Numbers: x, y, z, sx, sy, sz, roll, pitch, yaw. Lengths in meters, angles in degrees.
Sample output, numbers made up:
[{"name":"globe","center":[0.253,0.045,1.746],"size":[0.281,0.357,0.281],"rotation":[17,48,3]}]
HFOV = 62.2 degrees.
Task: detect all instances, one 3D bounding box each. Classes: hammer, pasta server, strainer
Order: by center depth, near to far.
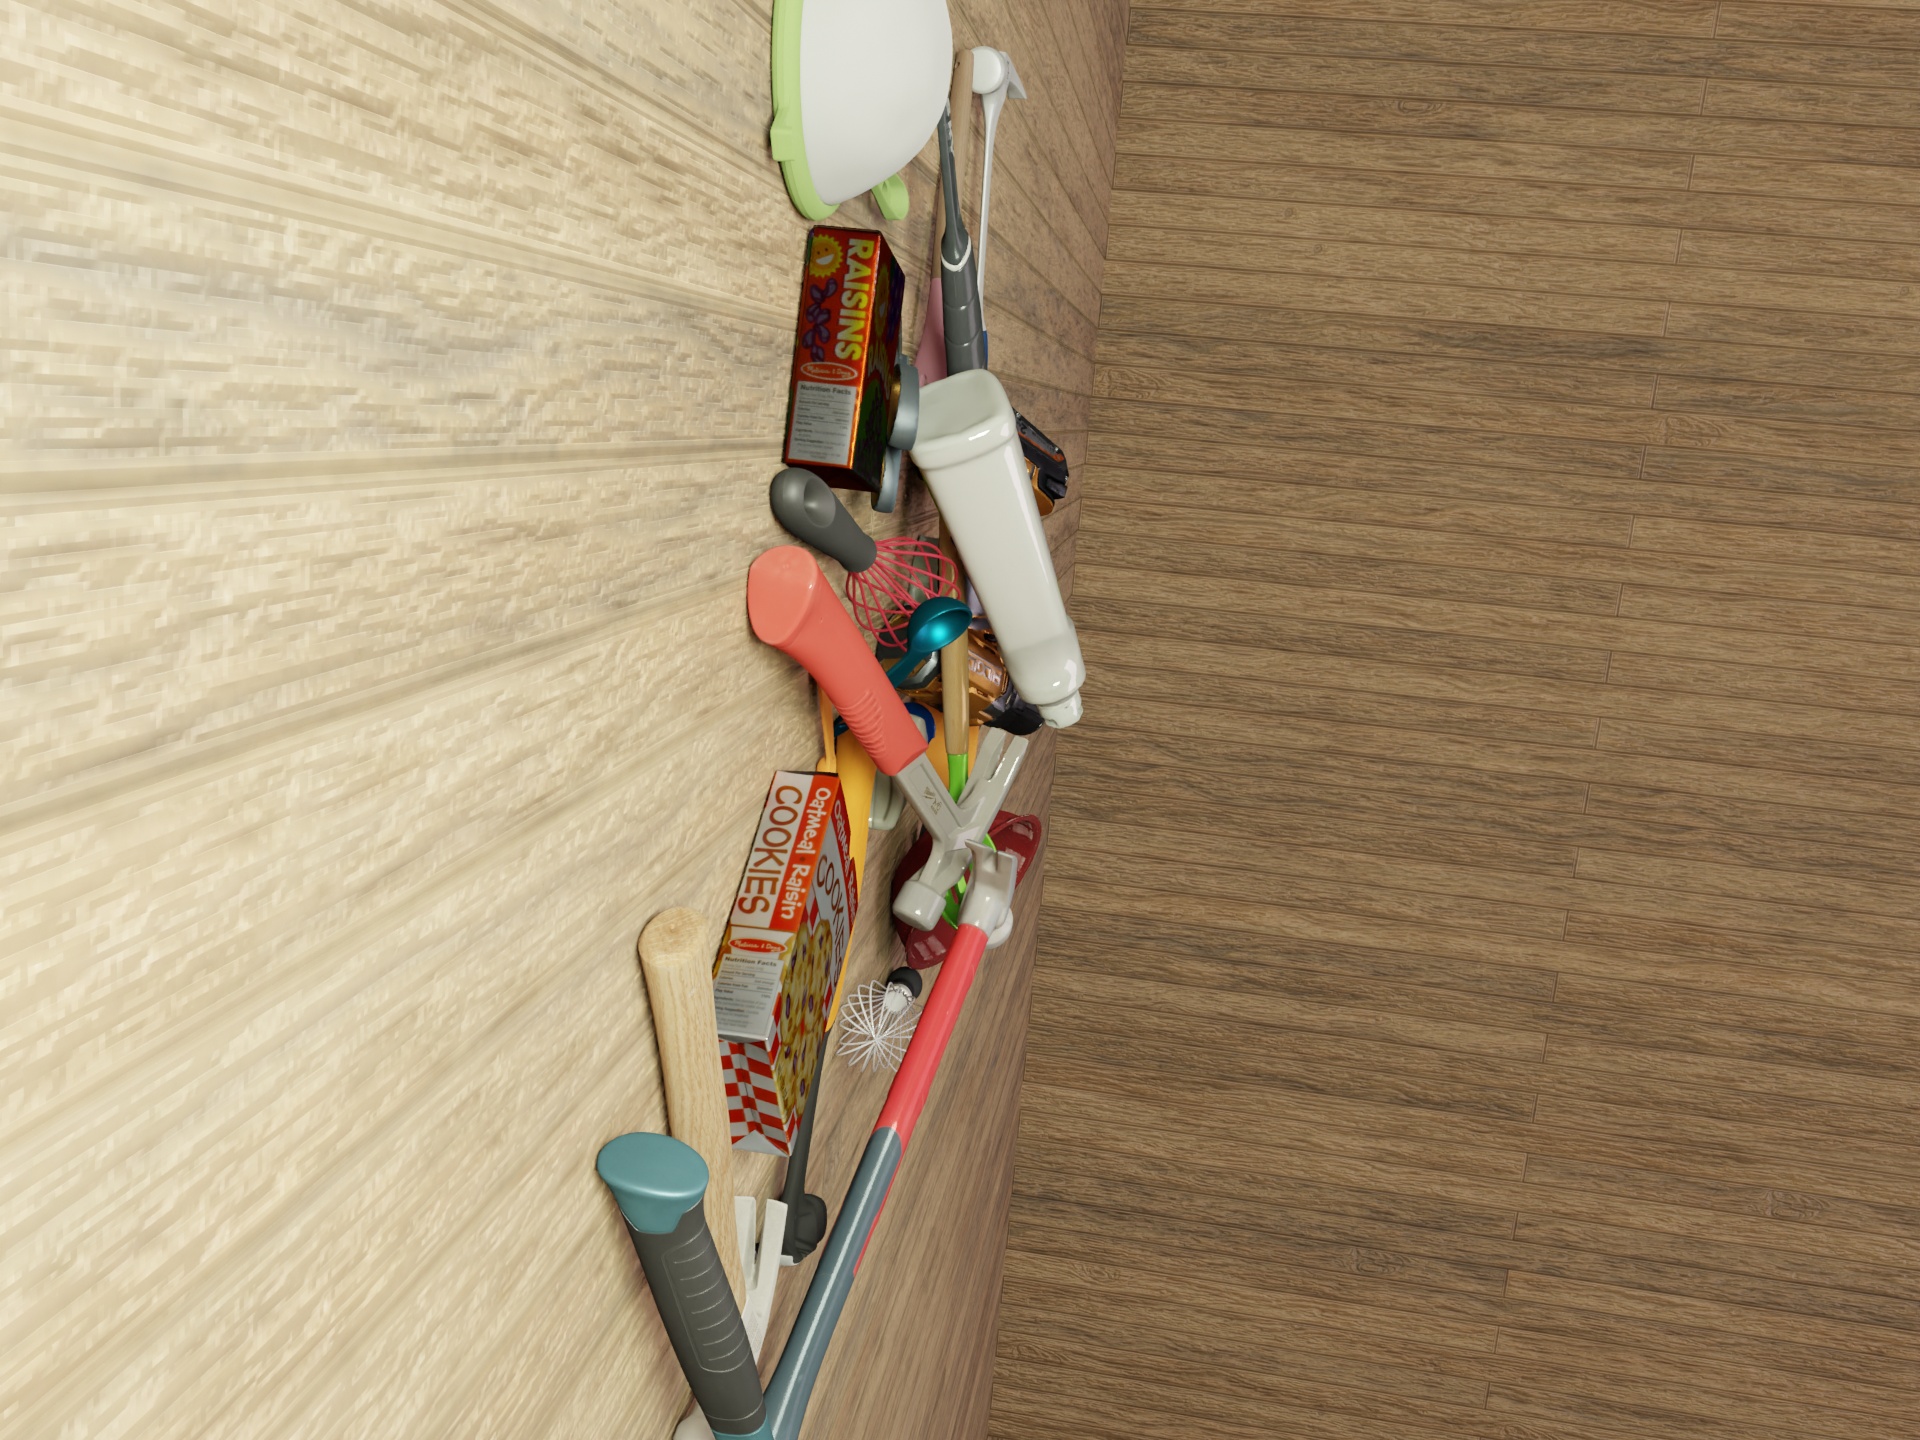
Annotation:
[{"name":"hammer","center":[-0.104,0.311,0.730],"size":[0.033,0.128,0.330],"rotation":[-74,159,-54]},{"name":"hammer","center":[-0.121,0.218,0.766],"size":[0.130,0.031,0.331],"rotation":[-73,167,-52]},{"name":"strainer","center":[-0.033,-0.315,0.825],"size":[0.256,0.069,0.151],"rotation":[29,67,-80]},{"name":"hammer","center":[-0.038,-0.002,0.920],"size":[0.149,0.037,0.358],"rotation":[-63,156,-18]},{"name":"hammer","center":[-0.046,0.258,0.966],"size":[0.143,0.038,0.386],"rotation":[90,21,-64]},{"name":"hammer","center":[-0.085,0.159,0.980],"size":[0.127,0.034,0.337],"rotation":[64,33,-78]},{"name":"hammer","center":[-0.005,-0.318,1.004],"size":[0.149,0.036,0.408],"rotation":[-75,162,-58]},{"name":"pasta server","center":[-0.006,-0.336,1.143],"size":[0.040,0.060,0.316],"rotation":[18,72,-45]},{"name":"hammer","center":[0.016,-0.336,1.320],"size":[0.144,0.035,0.405],"rotation":[-64,159,-69]}]

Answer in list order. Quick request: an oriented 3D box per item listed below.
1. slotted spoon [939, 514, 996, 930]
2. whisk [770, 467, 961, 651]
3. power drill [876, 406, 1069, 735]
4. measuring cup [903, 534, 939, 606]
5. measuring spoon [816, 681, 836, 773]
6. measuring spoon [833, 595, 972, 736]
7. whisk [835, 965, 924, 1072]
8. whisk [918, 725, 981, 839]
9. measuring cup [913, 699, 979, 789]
[{"name":"slotted spoon","center":[-0.002,-0.004,1.096],"size":[0.070,0.031,0.313],"rotation":[-15,108,-45]},{"name":"whisk","center":[-0.055,-0.094,0.928],"size":[0.295,0.073,0.073],"rotation":[34,63,-74]},{"name":"power drill","center":[0.022,-0.105,1.199],"size":[0.185,0.084,0.226],"rotation":[28,67,-53]},{"name":"measuring cup","center":[-0.022,-0.087,1.225],"size":[0.168,0.038,0.083],"rotation":[-72,166,-62]},{"name":"measuring spoon","center":[-0.084,-0.011,0.946],"size":[0.021,0.011,0.116],"rotation":[-73,164,-57]},{"name":"measuring spoon","center":[-0.044,-0.035,0.966],"size":[0.042,0.128,0.021],"rotation":[3,51,-53]},{"name":"whisk","center":[-0.051,0.220,1.230],"size":[0.284,0.070,0.070],"rotation":[13,84,-87]},{"name":"whisk","center":[-0.015,0.054,1.407],"size":[0.055,0.055,0.239],"rotation":[-9,110,-82]},{"name":"measuring cup","center":[-0.017,0.046,1.347],"size":[0.095,0.052,0.173],"rotation":[-75,170,-50]}]
